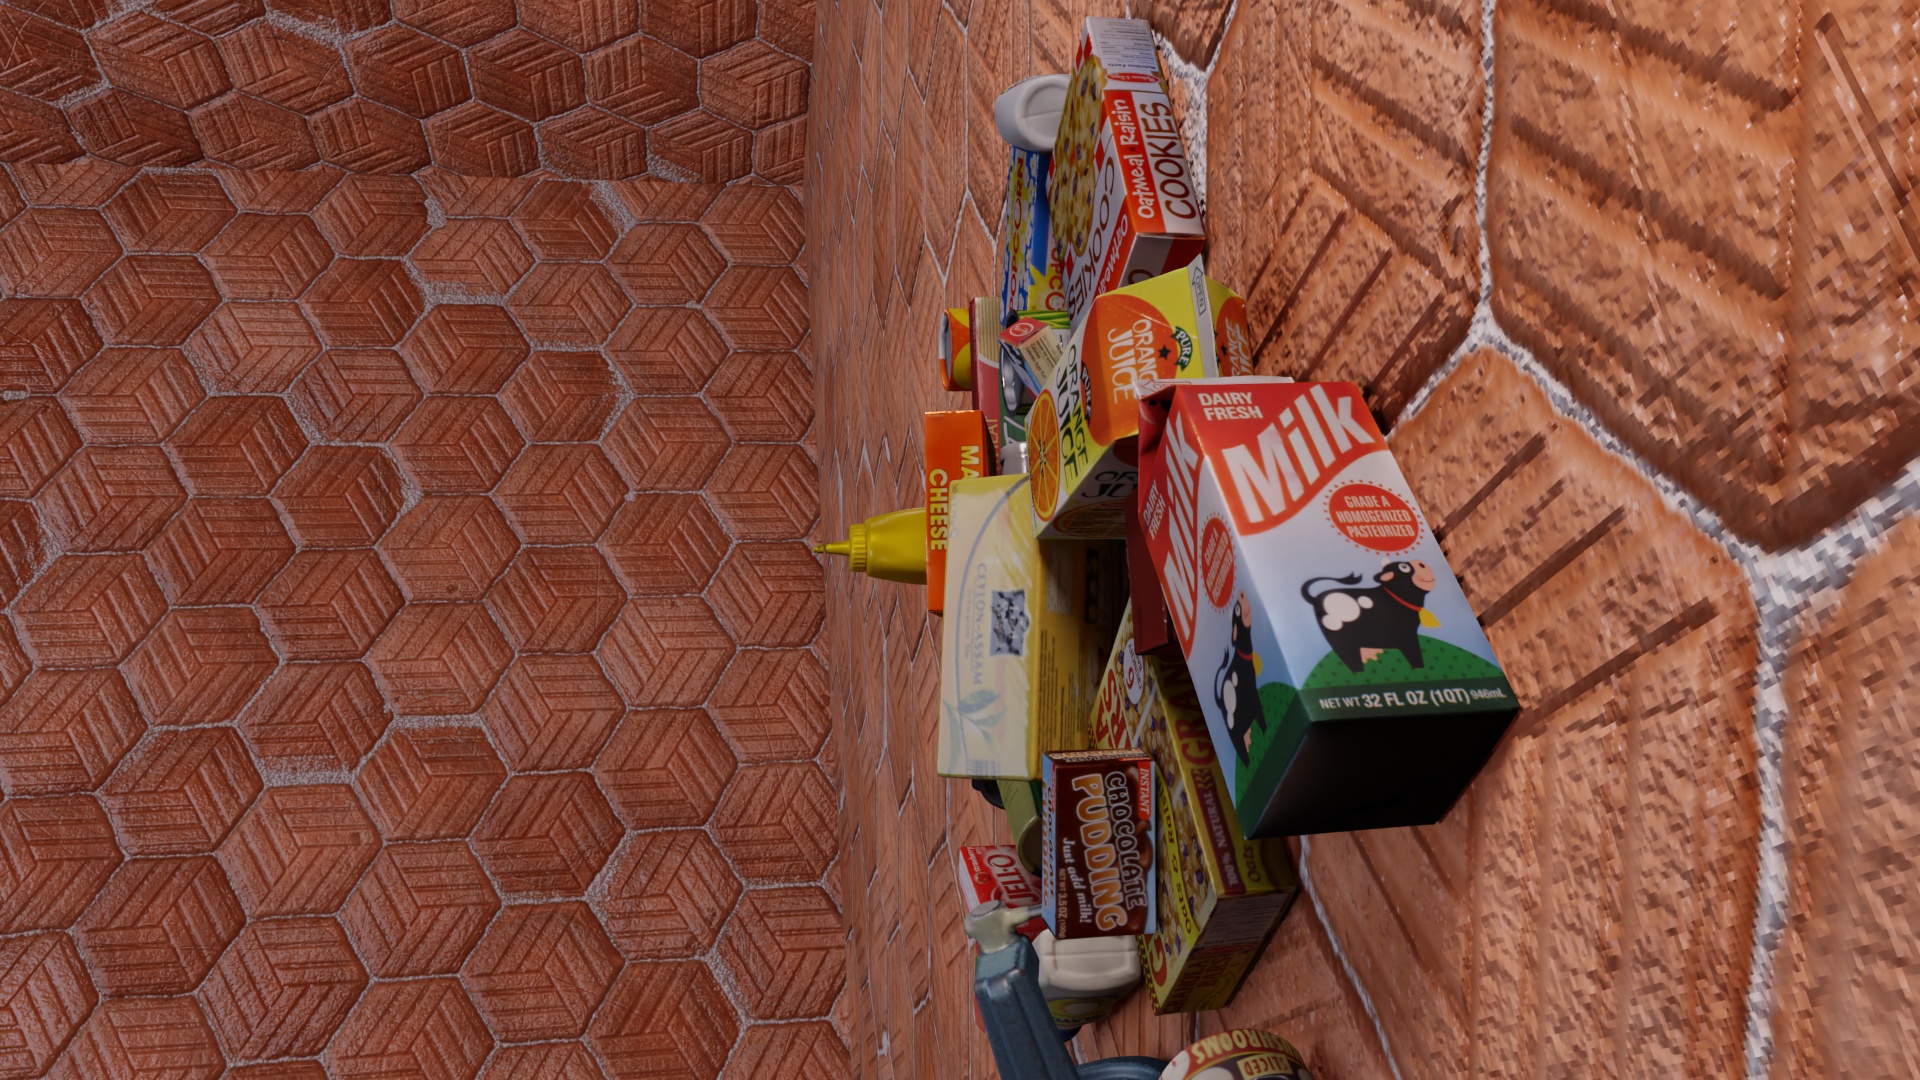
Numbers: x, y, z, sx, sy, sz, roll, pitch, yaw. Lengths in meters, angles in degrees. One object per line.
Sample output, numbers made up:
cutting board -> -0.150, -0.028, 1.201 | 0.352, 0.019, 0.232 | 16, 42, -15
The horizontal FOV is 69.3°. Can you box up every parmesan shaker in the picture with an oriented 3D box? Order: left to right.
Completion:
parmesan shaker -> 0.058, 0.157, 0.873 | 0.103, 0.071, 0.071 | -109, 20, -57

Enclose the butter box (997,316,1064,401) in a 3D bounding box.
butter box -> 0.061, -0.079, 0.805 | 0.103, 0.024, 0.053 | 56, 179, -18

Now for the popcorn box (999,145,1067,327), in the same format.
popcorn box -> 0.055, -0.200, 0.932 | 0.085, 0.038, 0.126 | -121, 32, -68

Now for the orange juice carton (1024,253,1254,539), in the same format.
orange juice carton -> 0.088, -0.061, 0.666 | 0.192, 0.073, 0.072 | 121, 147, -70

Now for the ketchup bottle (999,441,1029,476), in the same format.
ketchup bottle -> 0.050, 0.006, 0.963 | 0.064, 0.043, 0.149 | 103, 165, -74

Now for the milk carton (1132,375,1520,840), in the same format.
milk carton -> 0.117, 0.005, 0.501 | 0.073, 0.072, 0.191 | 100, 164, -47

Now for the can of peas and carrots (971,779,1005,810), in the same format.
can of peas and carrots -> 0.038, 0.144, 0.963 | 0.059, 0.071, 0.070 | -105, 17, -54

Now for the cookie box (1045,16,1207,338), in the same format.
cookie box -> 0.086, -0.182, 0.760 | 0.122, 0.040, 0.168 | 104, 163, -55

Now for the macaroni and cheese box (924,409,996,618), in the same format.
macaroni and cheese box -> 0.003, -0.011, 0.909 | 0.166, 0.040, 0.123 | 56, -147, -84

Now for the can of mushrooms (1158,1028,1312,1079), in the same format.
can of mushrooms -> 0.114, 0.232, 0.563 | 0.033, 0.071, 0.070 | -110, 21, -64

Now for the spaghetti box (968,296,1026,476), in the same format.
spaghetti box -> 0.037, -0.055, 1.016 | 0.028, 0.050, 0.250 | 145, 123, -79

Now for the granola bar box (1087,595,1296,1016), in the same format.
granola bar box -> 0.106, 0.126, 0.675 | 0.123, 0.039, 0.166 | 100, 165, -48

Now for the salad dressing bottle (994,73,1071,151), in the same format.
salad dressing bottle -> 0.052, -0.278, 0.894 | 0.148, 0.064, 0.043 | -97, -4, -71

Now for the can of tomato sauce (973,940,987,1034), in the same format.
can of tomato sauce -> 0.043, 0.295, 0.968 | 0.071, 0.071, 0.082 | -121, 31, -70

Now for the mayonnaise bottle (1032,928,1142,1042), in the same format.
mayonnaise bottle -> 0.068, 0.272, 0.845 | 0.147, 0.065, 0.041 | 98, 169, -57

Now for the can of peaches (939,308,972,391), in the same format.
can of peaches -> 0.016, -0.149, 1.097 | 0.071, 0.058, 0.071 | -178, 88, -80

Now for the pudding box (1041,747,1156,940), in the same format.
pudding box -> 0.065, 0.141, 0.648 | 0.030, 0.050, 0.083 | -153, 62, -80

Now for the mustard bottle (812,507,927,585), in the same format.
mustard bottle -> -0.041, 0.004, 1.142 | 0.048, 0.160, 0.065 | 109, 159, -65

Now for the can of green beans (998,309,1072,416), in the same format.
can of green beans -> 0.059, -0.110, 0.861 | 0.071, 0.058, 0.071 | -179, 88, -80
